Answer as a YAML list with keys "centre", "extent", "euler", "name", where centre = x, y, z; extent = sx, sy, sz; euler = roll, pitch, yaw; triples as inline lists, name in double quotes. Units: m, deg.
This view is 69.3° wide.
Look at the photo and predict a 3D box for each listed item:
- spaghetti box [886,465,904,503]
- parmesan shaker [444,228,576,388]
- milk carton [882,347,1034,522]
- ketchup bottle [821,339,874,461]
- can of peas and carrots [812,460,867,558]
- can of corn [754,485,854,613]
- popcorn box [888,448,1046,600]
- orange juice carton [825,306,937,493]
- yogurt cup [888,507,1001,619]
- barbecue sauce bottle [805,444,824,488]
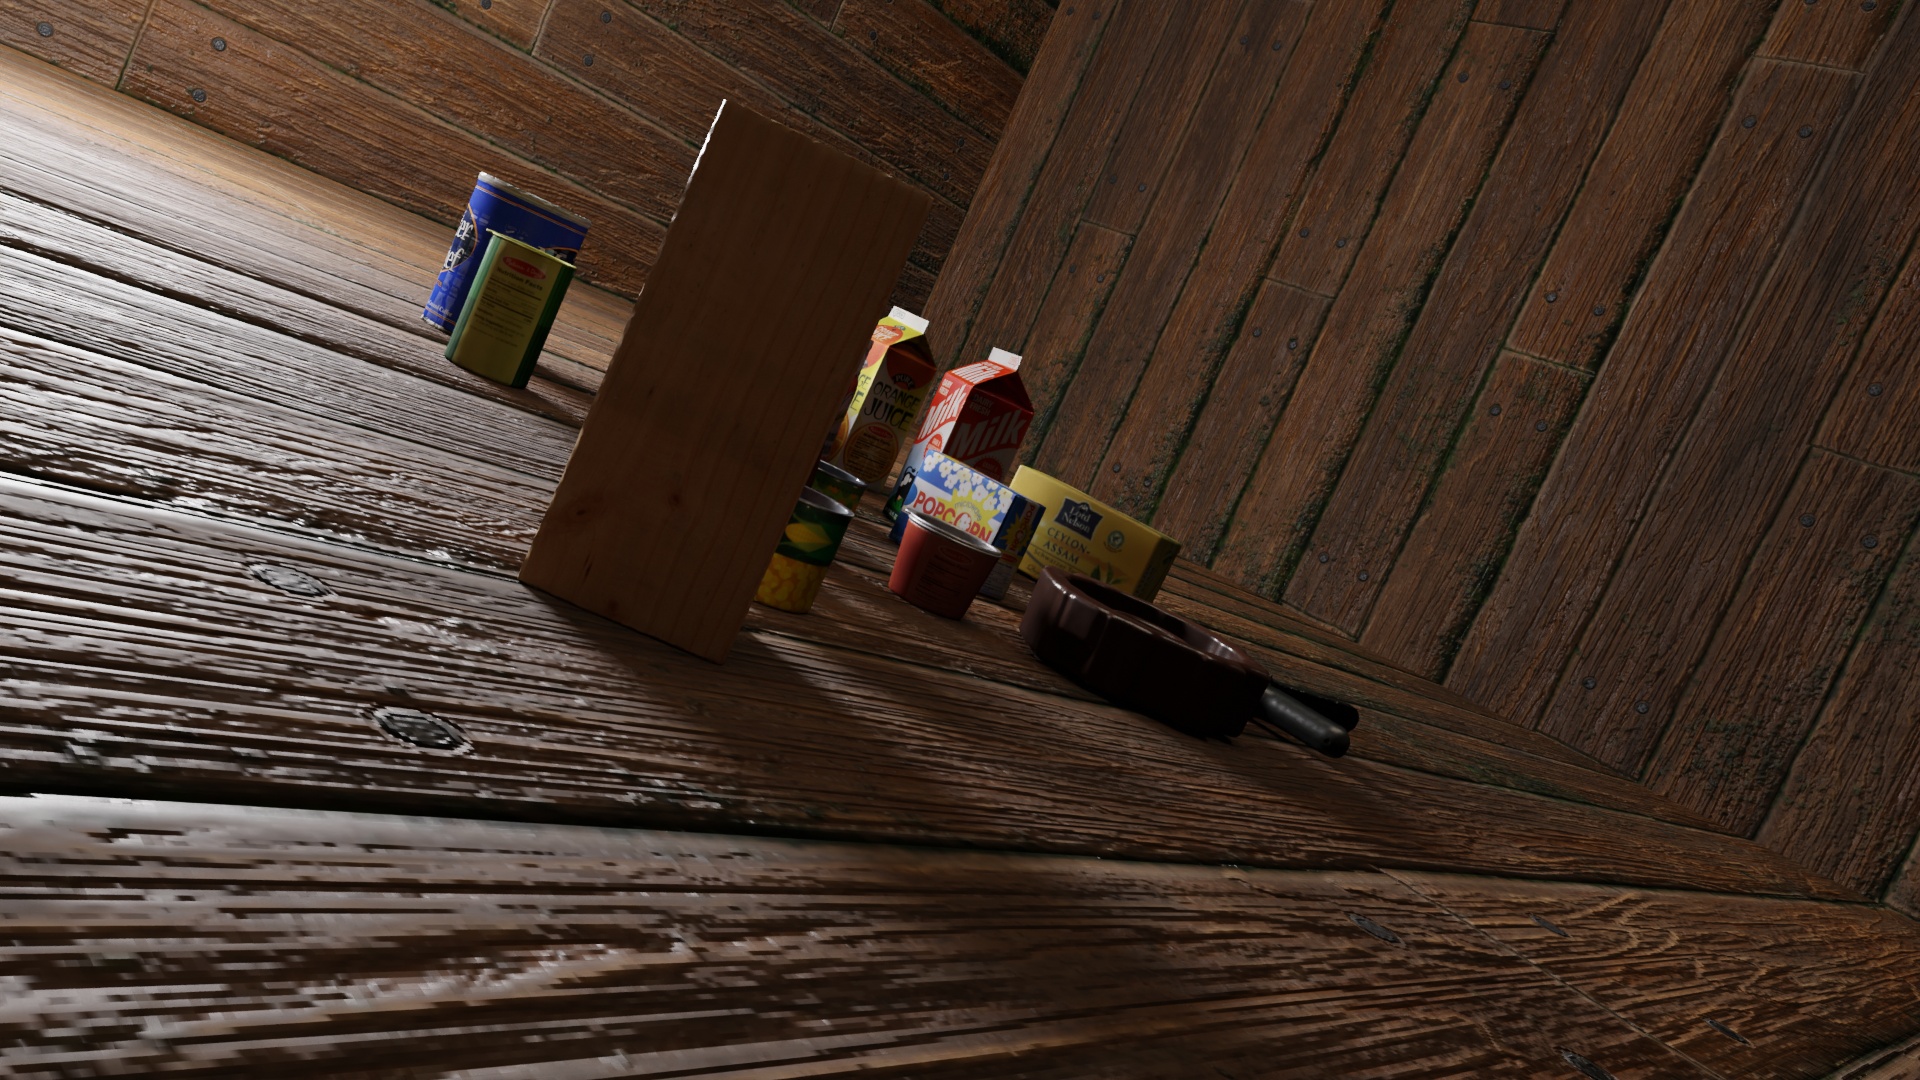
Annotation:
- centre: [-0.014, -0.042, 1.492]
  extent: [0.029, 0.050, 0.250]
  euler: [26, 6, 19]
  name: "spaghetti box"
- centre: [-0.349, -0.177, 1.068]
  extent: [0.071, 0.103, 0.071]
  euler: [24, 5, -2]
  name: "parmesan shaker"
- centre: [0.005, -0.091, 1.311]
  extent: [0.073, 0.190, 0.072]
  euler: [22, 6, -26]
  name: "milk carton"
- centre: [-0.131, -0.133, 1.344]
  extent: [0.043, 0.148, 0.065]
  euler: [26, 5, 11]
  name: "ketchup bottle"
- centre: [-0.103, -0.024, 0.913]
  extent: [0.071, 0.058, 0.071]
  euler: [24, 5, -2]
  name: "can of peas and carrots"
- centre: [-0.099, -0.002, 0.729]
  extent: [0.071, 0.058, 0.071]
  euler: [24, 5, -2]
  name: "can of corn"
- centre: [0.004, -0.014, 1.139]
  extent: [0.038, 0.085, 0.127]
  euler: [20, 7, -41]
  name: "popcorn box"
- centre: [-0.092, -0.156, 1.493]
  extent: [0.073, 0.192, 0.072]
  euler: [20, 7, -40]
  name: "orange juice carton"
- centre: [-0.013, 0.018, 0.931]
  extent: [0.072, 0.054, 0.072]
  euler: [24, 5, -2]
  name: "yogurt cup"
- centre: [-0.109, -0.067, 0.830]
  extent: [0.065, 0.148, 0.044]
  euler: [24, 5, -3]
  name: "barbecue sauce bottle"
